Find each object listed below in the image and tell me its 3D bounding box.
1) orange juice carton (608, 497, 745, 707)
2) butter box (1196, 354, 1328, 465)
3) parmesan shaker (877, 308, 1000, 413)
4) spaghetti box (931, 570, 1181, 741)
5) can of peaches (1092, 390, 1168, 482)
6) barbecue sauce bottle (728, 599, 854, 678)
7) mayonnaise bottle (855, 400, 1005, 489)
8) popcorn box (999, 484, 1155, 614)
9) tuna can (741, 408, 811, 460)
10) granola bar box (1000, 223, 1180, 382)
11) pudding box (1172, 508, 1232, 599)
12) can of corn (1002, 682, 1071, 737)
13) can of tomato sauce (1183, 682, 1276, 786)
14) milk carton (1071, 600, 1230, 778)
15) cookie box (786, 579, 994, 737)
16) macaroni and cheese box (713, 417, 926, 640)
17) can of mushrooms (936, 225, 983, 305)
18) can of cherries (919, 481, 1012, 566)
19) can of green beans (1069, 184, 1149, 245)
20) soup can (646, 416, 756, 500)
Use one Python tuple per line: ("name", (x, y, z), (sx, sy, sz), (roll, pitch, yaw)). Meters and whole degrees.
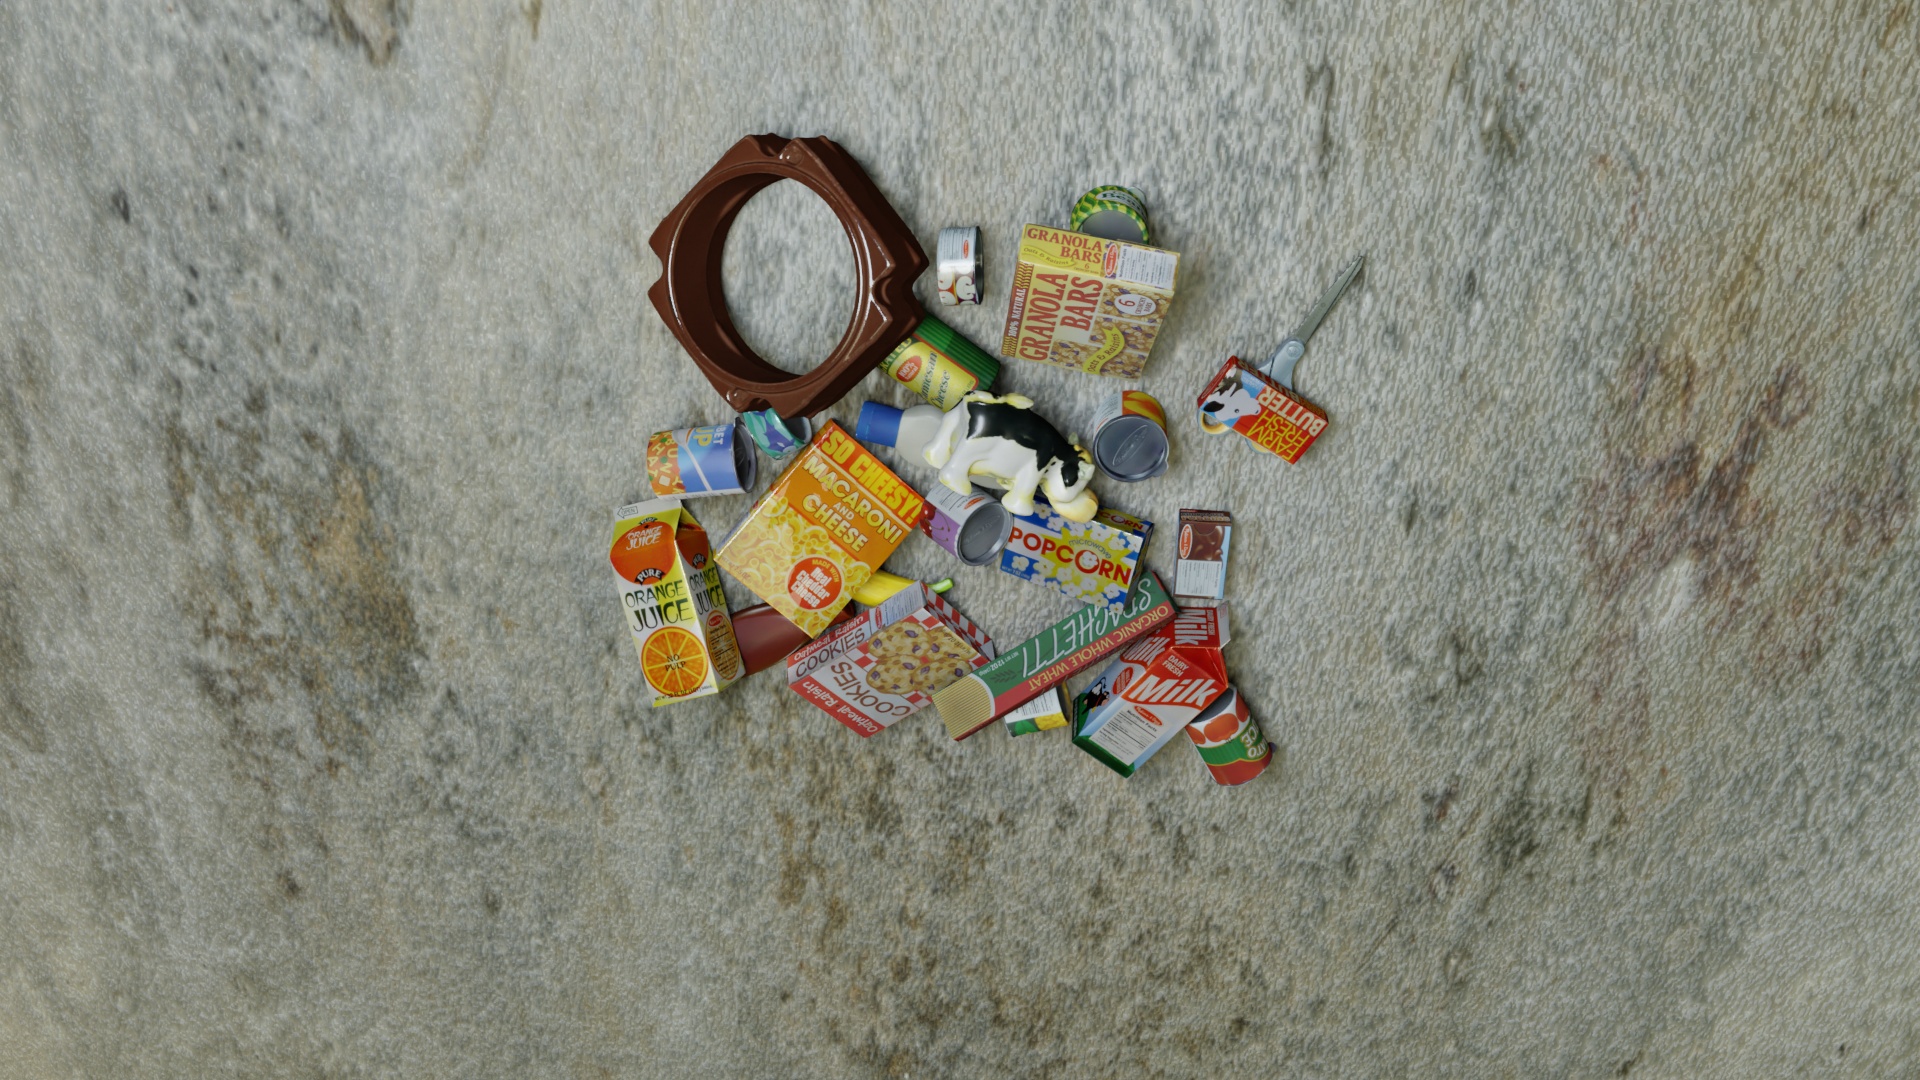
("orange juice carton", (-0.276, 0.054, 1.335), (0.072, 0.073, 0.192), (-14, 94, 14))
("butter box", (0.263, -0.113, 1.210), (0.103, 0.024, 0.053), (29, 119, -11))
("parmesan shaker", (-0.023, -0.159, 1.211), (0.103, 0.072, 0.071), (33, 117, -12))
("spaghetti box", (0.090, 0.111, 1.330), (0.250, 0.028, 0.050), (-31, 74, 7))
("can of peaches", (0.153, -0.092, 1.234), (0.071, 0.058, 0.071), (2, 119, 4))
("barbecue sauce bottle", (-0.177, 0.087, 1.378), (0.148, 0.044, 0.064), (-23, 108, 17))
("mayonnaise bottle", (-0.019, -0.093, 1.263), (0.148, 0.041, 0.064), (14, 119, -1))
("popcorn box", (0.106, 0.006, 1.286), (0.127, 0.038, 0.084), (20, 119, 14))
("tuna can", (-0.167, -0.111, 1.254), (0.033, 0.071, 0.071), (-28, 113, 18))
("granola bar box", (0.102, -0.192, 1.140), (0.124, 0.039, 0.165), (11, 161, 0))
("pudding box", (0.226, 0.013, 1.301), (0.050, 0.030, 0.083), (3, 119, 6))
("can of corn", (0.074, 0.157, 1.378), (0.058, 0.071, 0.071), (-14, 117, 13))
("can of tomato sauce", (0.263, 0.190, 1.373), (0.071, 0.071, 0.083), (-25, 113, 19))
("milk carton", (0.195, 0.136, 1.349), (0.073, 0.073, 0.189), (35, 118, -13))
("cookie box", (-0.069, 0.121, 1.364), (0.167, 0.040, 0.122), (-31, 132, 20))
("macaroni and cheese box", (-0.128, -0.011, 1.287), (0.123, 0.040, 0.166), (41, 92, -17))
("can of mushrooms", (0.001, -0.229, 1.171), (0.033, 0.071, 0.070), (-1, 119, 7))
("can of cherries", (0.005, -0.016, 1.277), (0.058, 0.072, 0.071), (34, 137, 39))
("can of green beans", (0.123, -0.254, 1.148), (0.071, 0.058, 0.071), (3, 119, 5))
("soup can", (-0.239, -0.075, 1.283), (0.084, 0.072, 0.071), (-5, 118, 9))
